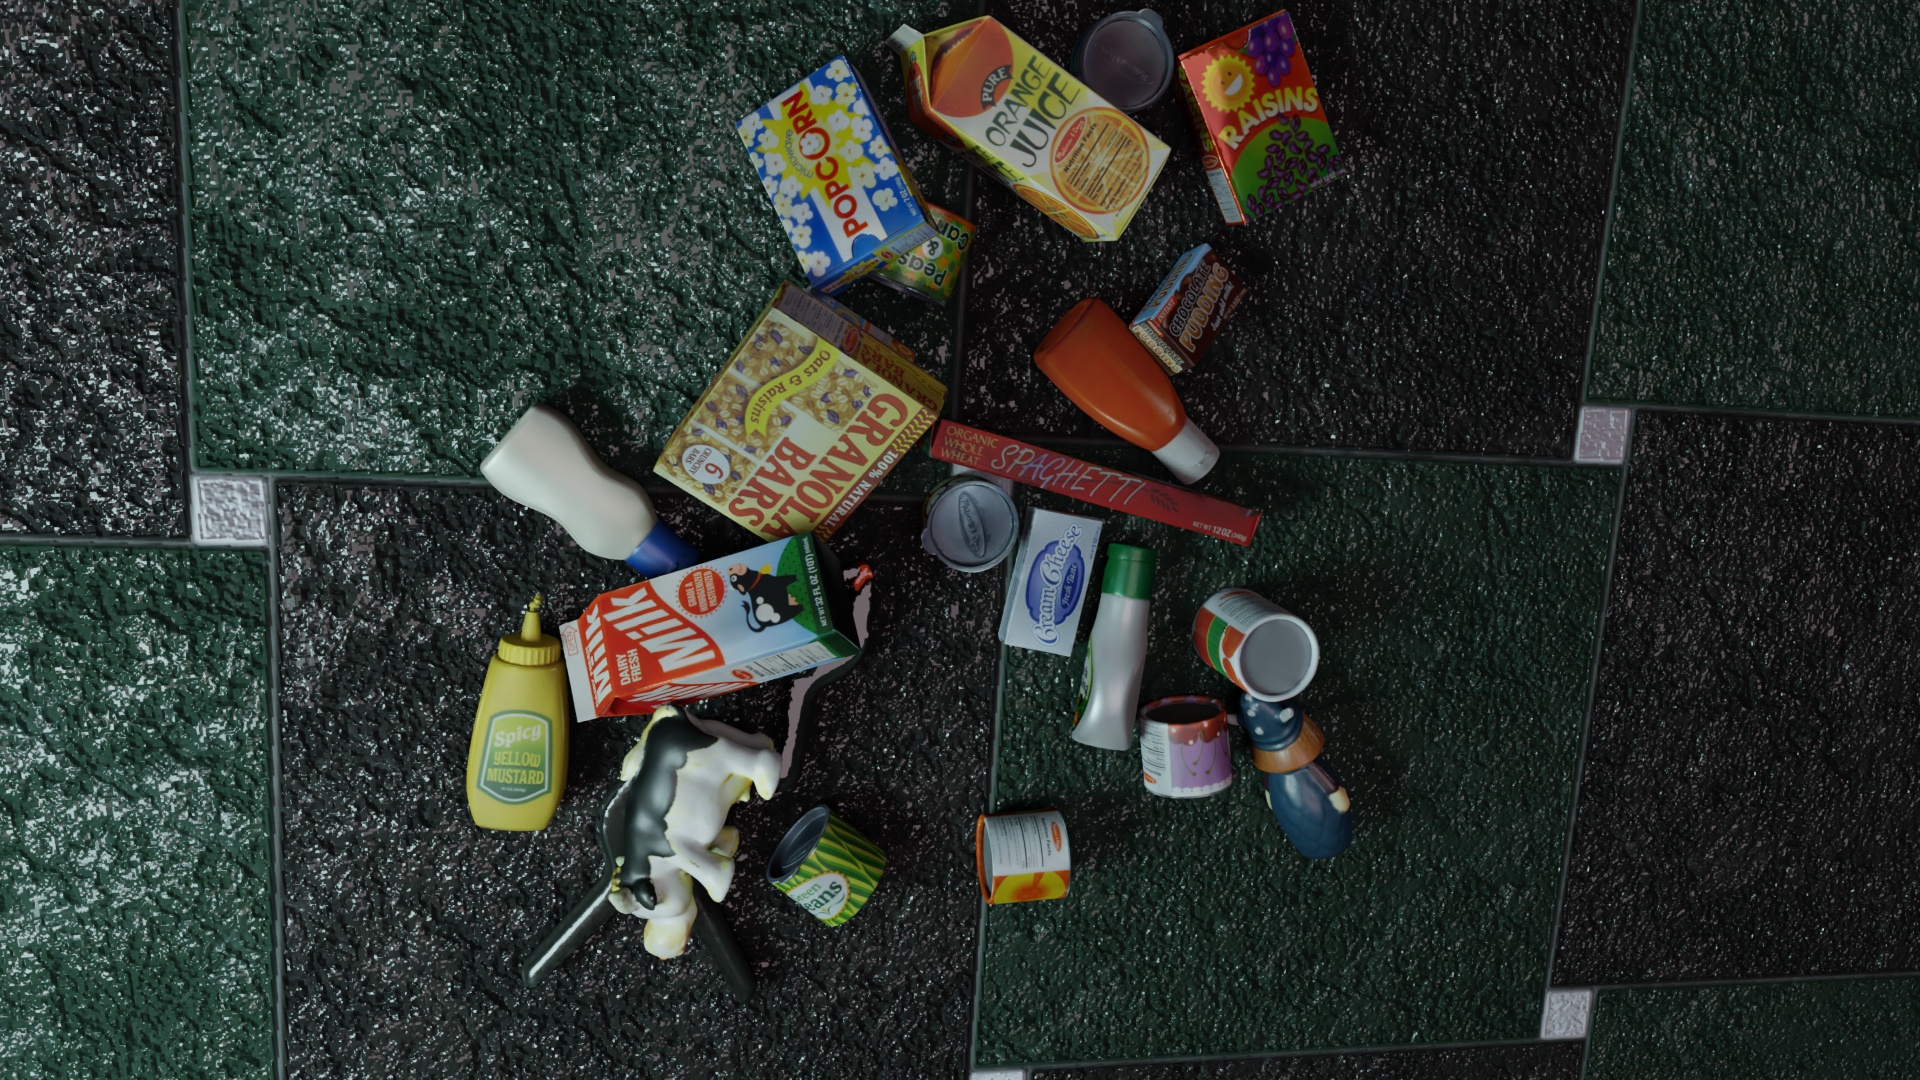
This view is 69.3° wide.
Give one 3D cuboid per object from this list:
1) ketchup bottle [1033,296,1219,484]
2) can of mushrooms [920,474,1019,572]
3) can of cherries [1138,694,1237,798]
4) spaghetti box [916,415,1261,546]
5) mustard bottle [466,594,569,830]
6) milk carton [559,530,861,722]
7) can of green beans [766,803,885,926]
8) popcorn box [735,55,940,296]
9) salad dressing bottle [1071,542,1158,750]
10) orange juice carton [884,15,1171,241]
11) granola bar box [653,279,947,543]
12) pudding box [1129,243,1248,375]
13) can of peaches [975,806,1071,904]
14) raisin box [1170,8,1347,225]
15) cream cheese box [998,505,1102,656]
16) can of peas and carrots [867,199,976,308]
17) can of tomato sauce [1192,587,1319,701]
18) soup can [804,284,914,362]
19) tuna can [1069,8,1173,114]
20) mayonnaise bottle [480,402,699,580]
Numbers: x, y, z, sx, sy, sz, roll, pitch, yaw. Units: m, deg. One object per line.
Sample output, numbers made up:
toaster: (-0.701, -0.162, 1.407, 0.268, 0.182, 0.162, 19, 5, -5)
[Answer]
ketchup bottle: (0.123, -0.101, 0.989, 0.148, 0.043, 0.065, 43, 83, -16)
can of mushrooms: (0.004, -0.012, 0.986, 0.071, 0.033, 0.071, -2, 102, -12)
can of cherries: (0.170, 0.152, 1.035, 0.071, 0.071, 0.058, -9, 101, -10)
spaghetti box: (0.091, -0.043, 0.990, 0.250, 0.050, 0.028, 15, 96, -14)
mustard bottle: (-0.296, 0.115, 0.939, 0.065, 0.049, 0.160, 5, 100, -14)
milk carton: (-0.171, 0.061, 0.920, 0.190, 0.073, 0.072, -17, 72, 4)
can of green beans: (-0.096, 0.233, 0.994, 0.058, 0.071, 0.071, 42, 90, -16)
popcorn box: (-0.079, -0.232, 0.889, 0.085, 0.038, 0.127, -28, 79, 12)
salad dressing bottle: (0.114, 0.076, 1.014, 0.044, 0.064, 0.147, 10, 90, 6)
orange juice carton: (0.036, -0.281, 0.923, 0.192, 0.072, 0.073, 31, 93, -16)
granola bar box: (-0.106, -0.073, 0.905, 0.124, 0.039, 0.164, 33, 128, -16)
pudding box: (0.160, -0.163, 0.976, 0.049, 0.030, 0.084, 45, 63, -16)
can of peaches: (0.045, 0.234, 1.025, 0.058, 0.071, 0.071, -3, 101, -11)
raisin box: (0.206, -0.295, 0.973, 0.086, 0.040, 0.123, -26, 104, -5)
cream cheese box: (0.065, 0.029, 1.011, 0.053, 0.024, 0.103, 11, 98, -12)
can of peas and carrots: (-0.029, -0.194, 0.926, 0.071, 0.071, 0.058, 21, 95, -15)
can of tomato sauce: (0.217, 0.077, 1.021, 0.071, 0.083, 0.071, -2, 101, -11)
soup can: (-0.081, -0.123, 0.930, 0.084, 0.071, 0.071, 32, 93, -16)
tuna can: (0.111, -0.327, 0.950, 0.071, 0.033, 0.071, -2, 101, -11)
mayonnaise bottle: (-0.243, -0.024, 0.929, 0.148, 0.041, 0.065, 41, 92, -17)
